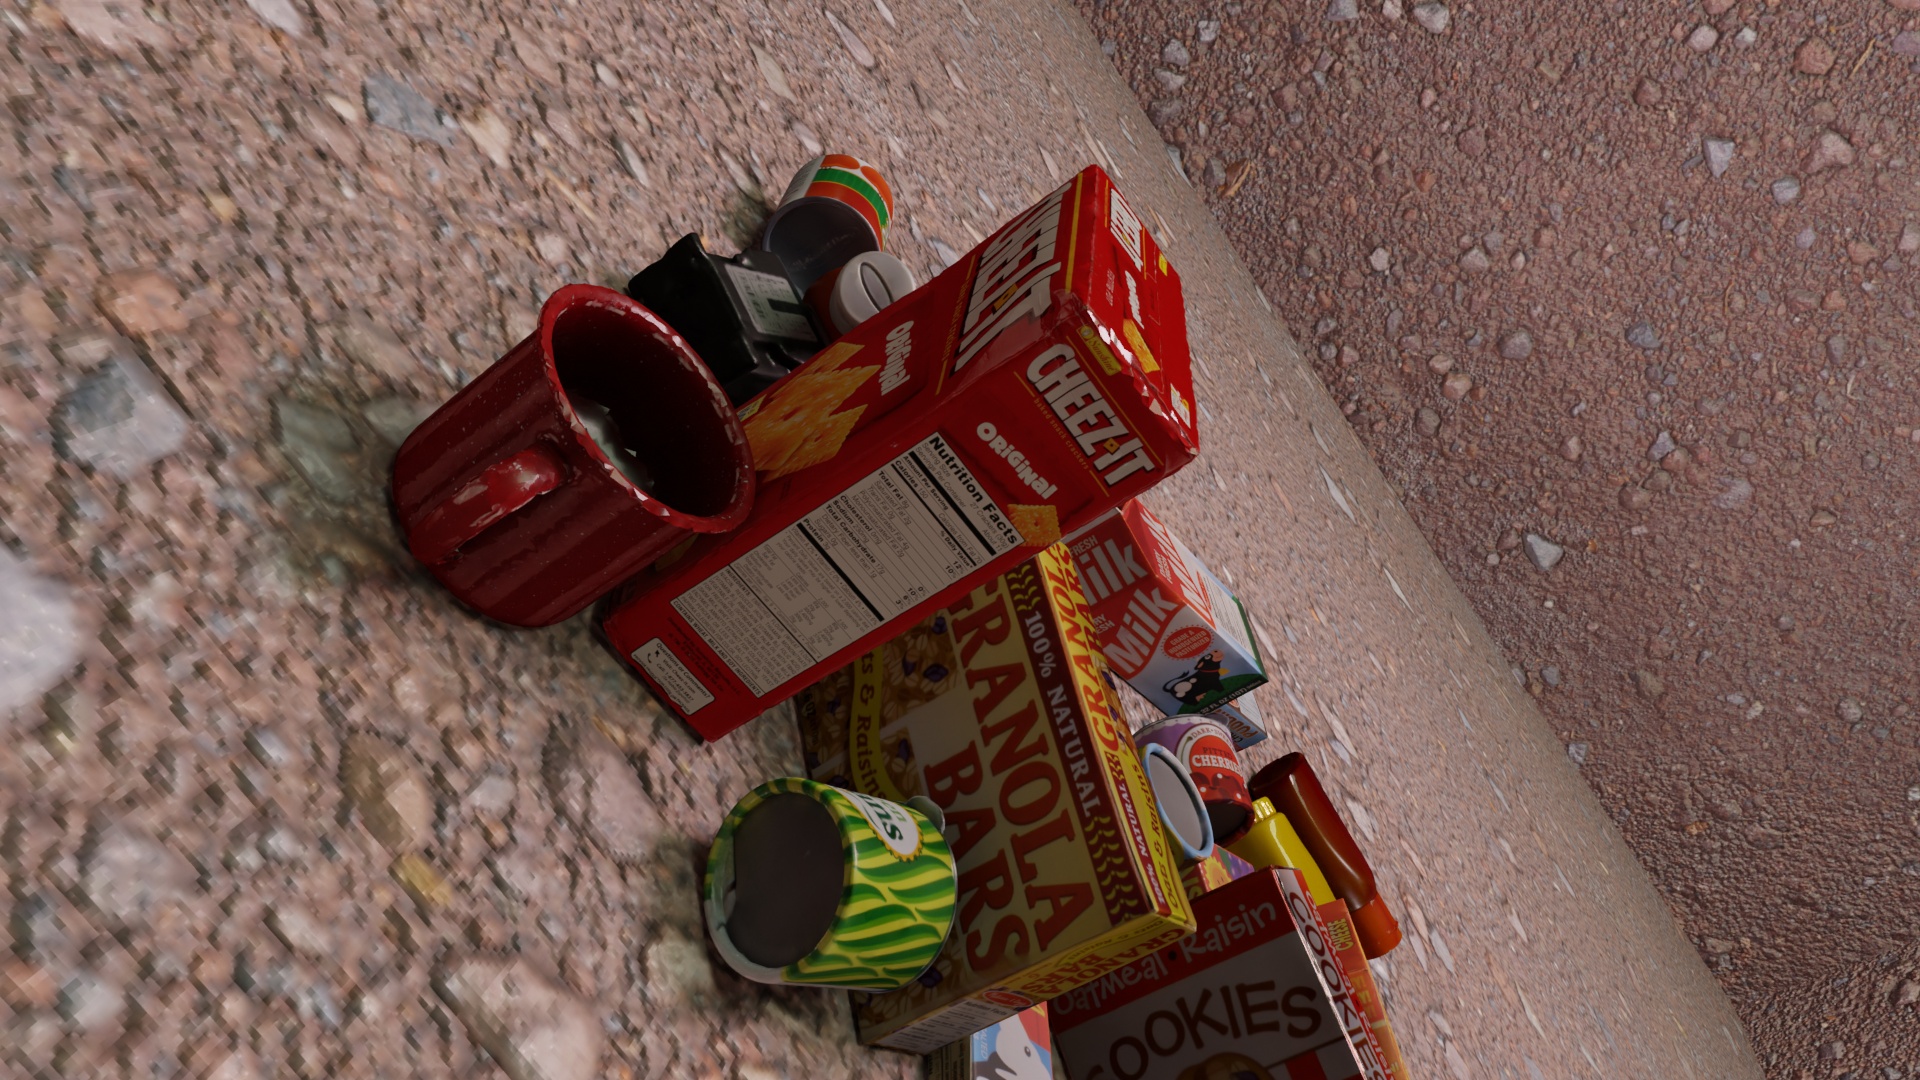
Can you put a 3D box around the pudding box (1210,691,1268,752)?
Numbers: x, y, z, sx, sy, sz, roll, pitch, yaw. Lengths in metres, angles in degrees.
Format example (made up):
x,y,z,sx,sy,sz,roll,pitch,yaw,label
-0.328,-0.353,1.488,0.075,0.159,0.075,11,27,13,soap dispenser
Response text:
x,y,z,sx,sy,sz,roll,pitch,yaw,label
0.185,0.113,1.004,0.083,0.030,0.050,38,30,-40,pudding box

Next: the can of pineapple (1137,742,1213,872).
x,y,z,sx,sy,sz,roll,pitch,yaw,label
0.090,0.147,0.722,0.071,0.057,0.071,46,25,-29,can of pineapple

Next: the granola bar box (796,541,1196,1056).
x,y,z,sx,sy,sz,roll,pitch,yaw,label
0.004,0.091,0.529,0.039,0.124,0.166,34,32,-48,granola bar box

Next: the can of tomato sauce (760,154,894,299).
x,y,z,sx,sy,sz,roll,pitch,yaw,label
-0.073,-0.176,0.795,0.071,0.071,0.083,48,23,-23,can of tomato sauce

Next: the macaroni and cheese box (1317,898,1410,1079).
x,y,z,sx,sy,sz,roll,pitch,yaw,label
0.226,0.298,0.763,0.124,0.040,0.166,-12,82,-80,macaroni and cheese box

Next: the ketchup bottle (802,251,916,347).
x,y,z,sx,sy,sz,roll,pitch,yaw,label
-0.050,-0.109,0.692,0.064,0.043,0.148,61,-11,-3,ketchup bottle

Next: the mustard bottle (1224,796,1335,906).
x,y,z,sx,sy,sz,roll,pitch,yaw,label
0.200,0.215,0.875,0.065,0.048,0.160,9,52,-63,mustard bottle

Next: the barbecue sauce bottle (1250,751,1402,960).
x,y,z,sx,sy,sz,roll,pitch,yaw,label
0.265,0.229,1.002,0.148,0.043,0.065,59,22,2,barbecue sauce bottle

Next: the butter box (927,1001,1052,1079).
x,y,z,sx,sy,sz,roll,pitch,yaw,label
0.011,0.184,0.553,0.053,0.024,0.104,43,26,-31,butter box

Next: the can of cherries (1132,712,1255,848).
x,y,z,sx,sy,sz,roll,pitch,yaw,label
0.132,0.141,0.802,0.071,0.071,0.059,38,30,-40,can of cherries

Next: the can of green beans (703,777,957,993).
x,y,z,sx,sy,sz,roll,pitch,yaw,label
-0.044,0.117,0.470,0.058,0.071,0.071,29,36,-50,can of green beans

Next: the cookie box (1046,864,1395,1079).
x,y,z,sx,sy,sz,roll,pitch,yaw,label
0.116,0.236,0.572,0.040,0.122,0.168,25,39,-55,cookie box

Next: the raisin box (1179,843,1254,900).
x,y,z,sx,sy,sz,roll,pitch,yaw,label
0.144,0.228,0.753,0.086,0.040,0.124,34,33,-44,raisin box

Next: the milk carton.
x,y,z,sx,sy,sz,roll,pitch,yaw,label
0.119,0.039,0.906,0.190,0.072,0.074,40,28,-39,milk carton
